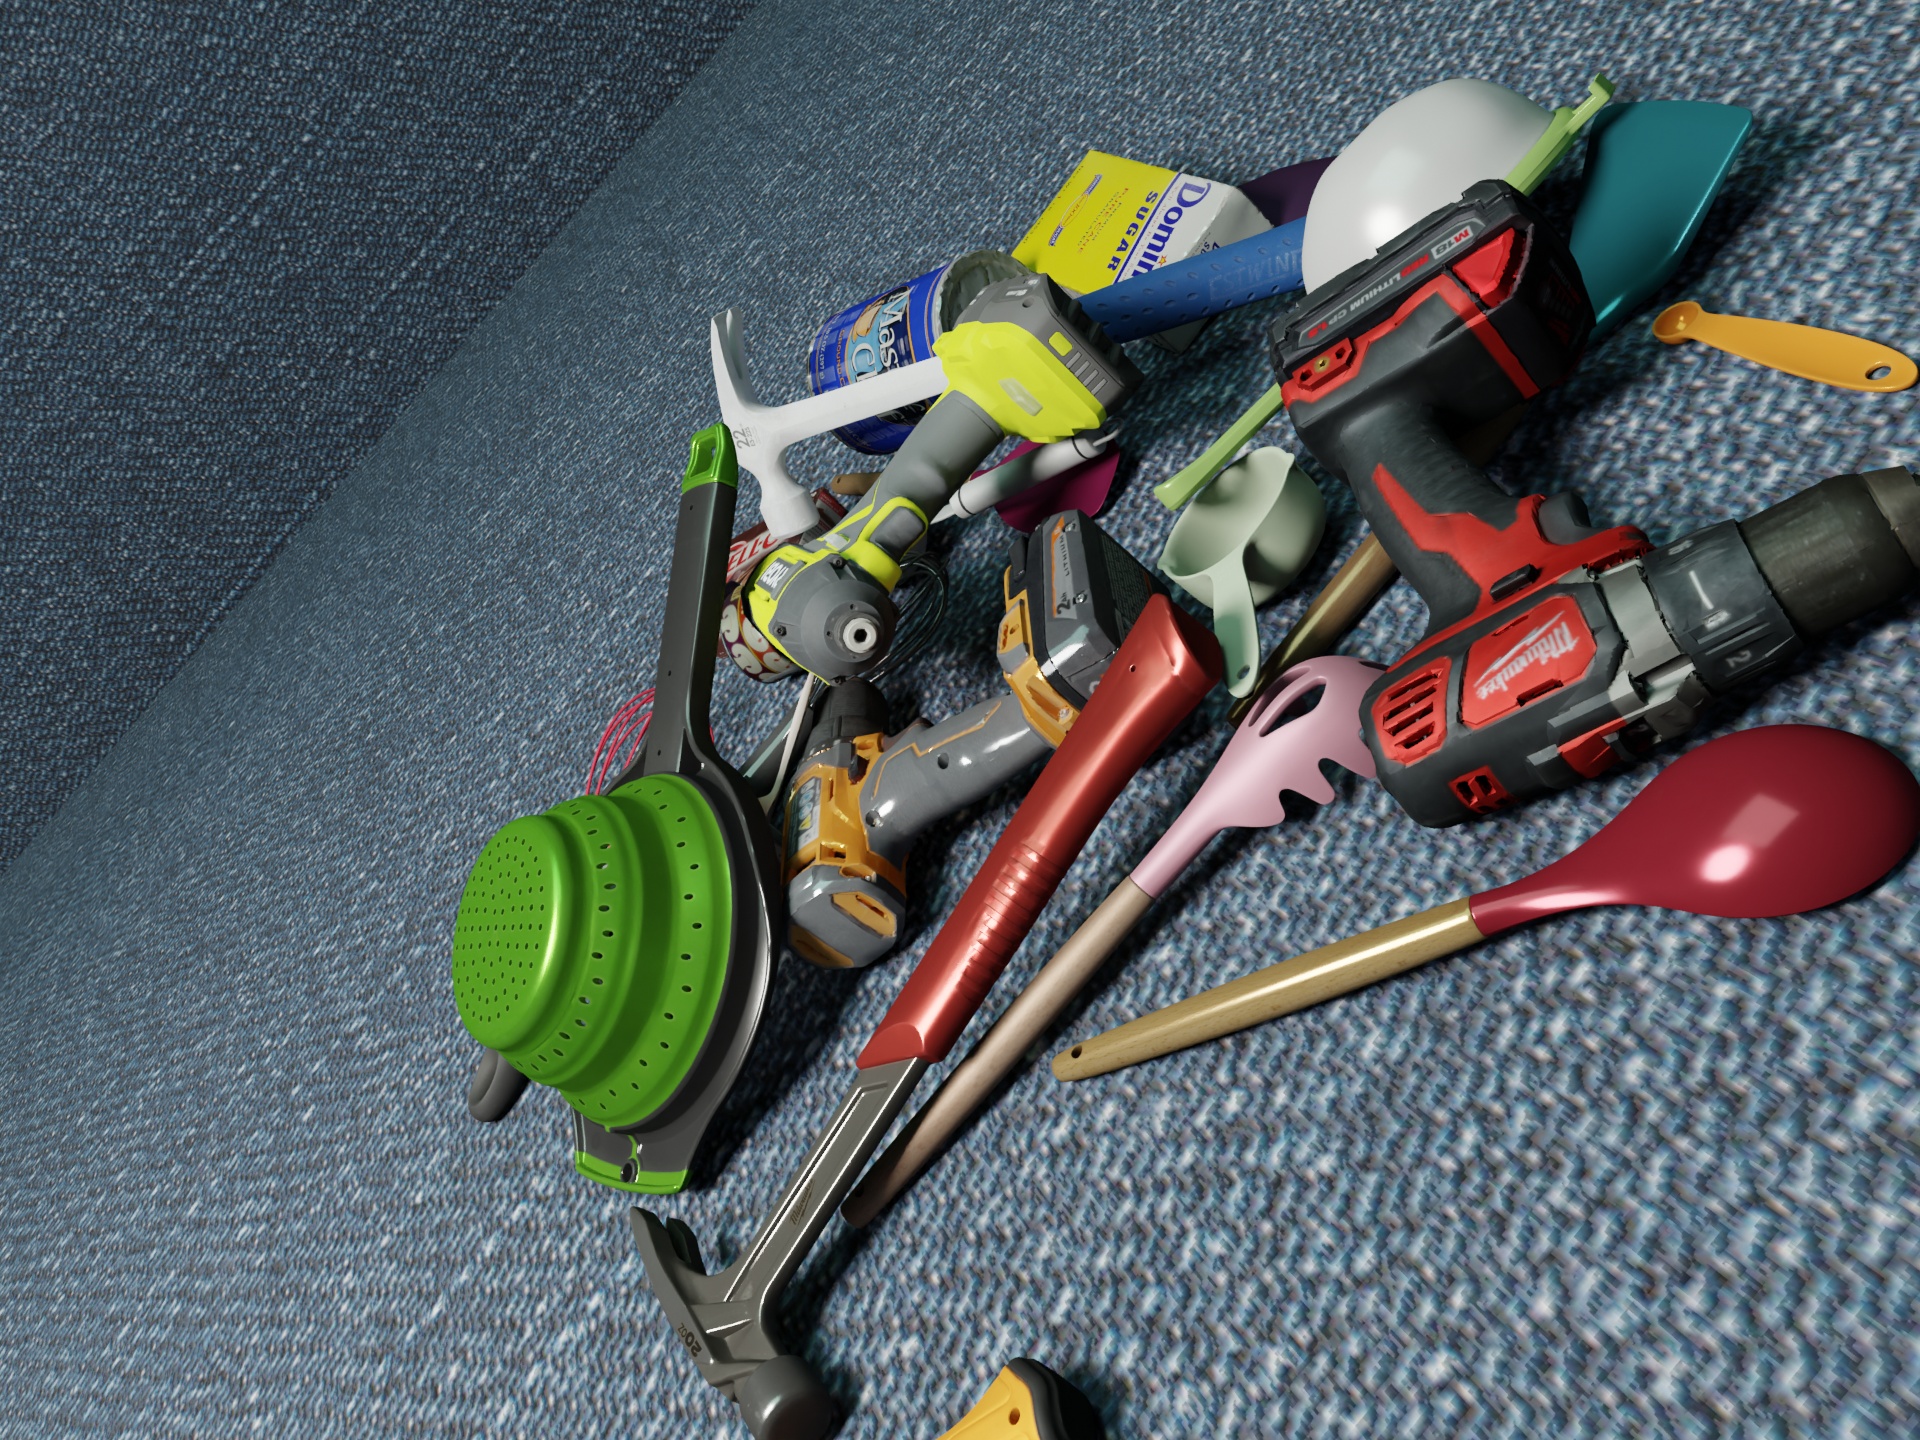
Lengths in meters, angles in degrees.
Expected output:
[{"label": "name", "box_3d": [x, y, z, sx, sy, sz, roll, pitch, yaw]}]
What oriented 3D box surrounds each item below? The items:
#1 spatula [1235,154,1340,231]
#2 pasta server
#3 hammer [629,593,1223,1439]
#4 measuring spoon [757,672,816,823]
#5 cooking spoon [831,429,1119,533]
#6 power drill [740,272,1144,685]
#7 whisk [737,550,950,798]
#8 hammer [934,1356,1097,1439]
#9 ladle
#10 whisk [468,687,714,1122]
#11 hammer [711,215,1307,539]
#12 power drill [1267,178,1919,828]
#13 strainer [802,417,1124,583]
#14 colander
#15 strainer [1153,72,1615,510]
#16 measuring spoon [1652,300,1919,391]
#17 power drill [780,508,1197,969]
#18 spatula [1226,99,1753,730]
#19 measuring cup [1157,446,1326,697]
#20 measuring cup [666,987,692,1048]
[{"label": "spatula", "box_3d": [0.136, -0.322, 1.016, 0.060, 0.018, 0.316, -56, 32, -11]}, {"label": "pasta server", "box_3d": [0.061, 0.092, 0.645, 0.316, 0.040, 0.060, -49, 30, 7]}, {"label": "hammer", "box_3d": [-0.009, 0.105, 0.652, 0.359, 0.036, 0.149, -57, 36, 0]}, {"label": "measuring spoon", "box_3d": [-0.097, 0.019, 0.829, 0.034, 0.018, 0.124, 109, 177, -54]}, {"label": "cooking spoon", "box_3d": [-0.002, -0.149, 0.998, 0.319, 0.017, 0.069, 13, 82, 57]}, {"label": "power drill", "box_3d": [-0.016, -0.117, 0.813, 0.223, 0.080, 0.171, -50, 20, -3]}, {"label": "whisk", "box_3d": [-0.085, -0.004, 0.921, 0.239, 0.055, 0.055, -51, 30, 5]}, {"label": "hammer", "box_3d": [-0.089, 0.322, 0.568, 0.337, 0.034, 0.127, -36, 32, 21]}, {"label": "ladle", "box_3d": [0.154, 0.075, 0.543, 0.315, 0.031, 0.069, -29, 36, 33]}, {"label": "whisk", "box_3d": [-0.227, 0.104, 0.973, 0.073, 0.073, 0.296, 0, 62, 52]}, {"label": "hammer", "box_3d": [0.031, -0.218, 0.911, 0.405, 0.144, 0.035, -12, 21, 28]}, {"label": "power drill", "box_3d": [0.215, -0.089, 0.571, 0.188, 0.080, 0.227, -30, 49, 29]}, {"label": "strainer", "box_3d": [-0.001, -0.123, 0.932, 0.258, 0.050, 0.087, -20, 37, 43]}, {"label": "colander", "box_3d": [-0.176, 0.028, 0.793, 0.204, 0.094, 0.397, -10, 71, 48]}, {"label": "strainer", "box_3d": [0.169, -0.208, 0.738, 0.256, 0.069, 0.151, -44, 6, -1]}, {"label": "measuring spoon", "box_3d": [0.309, -0.139, 0.600, 0.021, 0.011, 0.117, -47, 34, 2]}, {"label": "power drill", "box_3d": [-0.001, -0.002, 0.781, 0.226, 0.084, 0.186, -39, 30, 25]}, {"label": "spatula", "box_3d": [0.212, -0.125, 0.673, 0.317, 0.044, 0.082, -50, 33, 0]}, {"label": "measuring cup", "box_3d": [0.129, -0.056, 0.693, 0.083, 0.038, 0.168, -39, 27, 31]}, {"label": "measuring cup", "box_3d": [-0.162, 0.176, 0.844, 0.156, 0.029, 0.062, -36, 35, 43]}]
